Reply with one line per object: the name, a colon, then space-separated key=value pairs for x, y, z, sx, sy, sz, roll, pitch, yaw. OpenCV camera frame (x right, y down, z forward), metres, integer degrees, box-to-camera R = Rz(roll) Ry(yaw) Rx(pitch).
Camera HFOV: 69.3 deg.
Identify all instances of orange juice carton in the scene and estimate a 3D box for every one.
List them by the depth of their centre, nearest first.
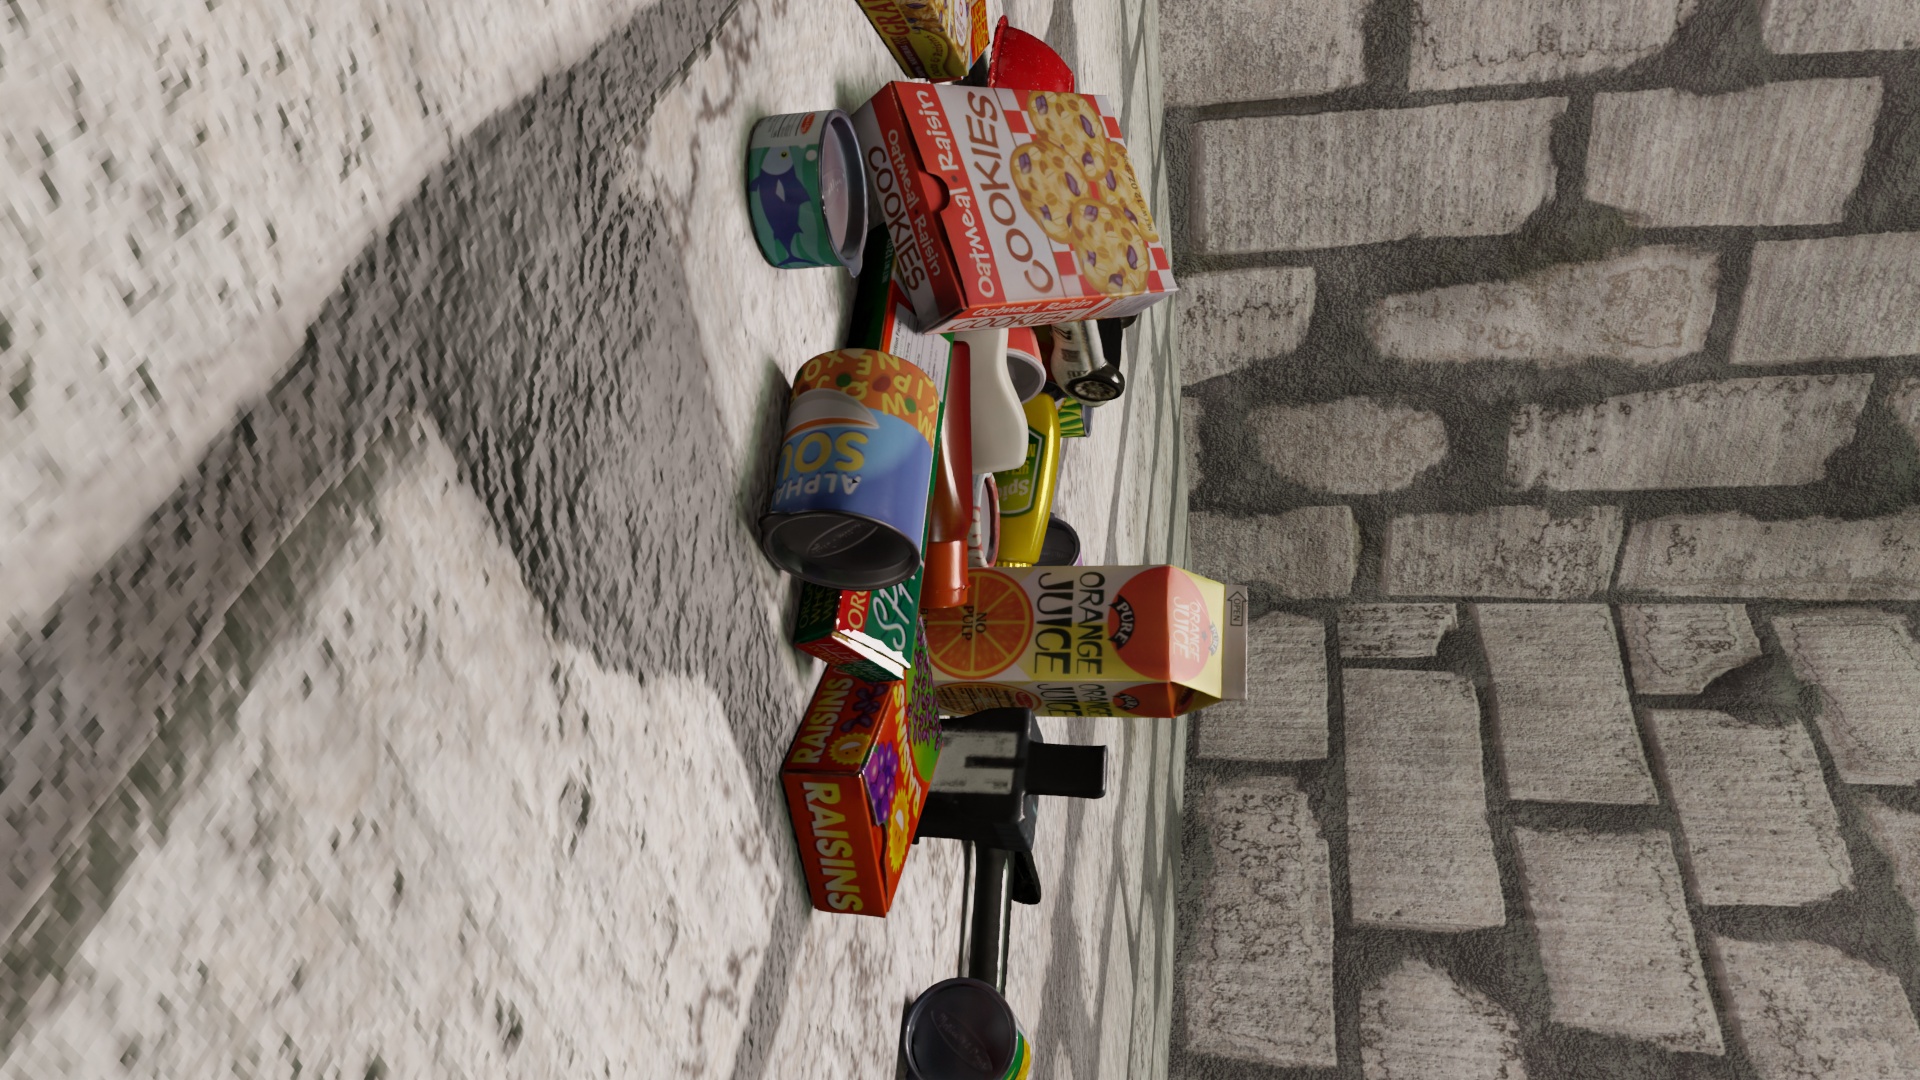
orange juice carton: x=0.071 y=0.060 z=0.819 sx=0.072 sy=0.193 sz=0.072 roll=65 pitch=27 yaw=-64

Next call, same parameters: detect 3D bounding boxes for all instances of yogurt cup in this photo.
yogurt cup: x=0.019 y=-0.123 z=0.895 sx=0.072 sy=0.072 sz=0.054 roll=66 pitch=19 yaw=-61

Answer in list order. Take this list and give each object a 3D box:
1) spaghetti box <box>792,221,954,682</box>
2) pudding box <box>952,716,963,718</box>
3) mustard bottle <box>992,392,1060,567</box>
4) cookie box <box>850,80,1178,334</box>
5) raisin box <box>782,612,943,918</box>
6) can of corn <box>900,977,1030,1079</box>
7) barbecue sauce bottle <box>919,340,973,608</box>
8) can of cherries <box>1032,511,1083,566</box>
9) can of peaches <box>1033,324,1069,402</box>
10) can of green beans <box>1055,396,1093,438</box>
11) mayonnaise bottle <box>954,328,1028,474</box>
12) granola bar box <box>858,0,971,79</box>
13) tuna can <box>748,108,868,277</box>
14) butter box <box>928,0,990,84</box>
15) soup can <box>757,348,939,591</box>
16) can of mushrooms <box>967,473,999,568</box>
spaghetti box: x=-0.036 y=-0.052 z=0.678 sx=0.050 sy=0.028 sz=0.251 roll=33 pitch=51 yaw=-37
pudding box: x=0.021 y=0.088 z=0.919 sx=0.030 sy=0.049 sz=0.083 roll=24 pitch=66 yaw=-78
mustard bottle: x=0.033 y=-0.022 z=0.951 sx=0.049 sy=0.065 sz=0.160 roll=16 pitch=77 yaw=-81
cookie box: x=0.033 y=-0.178 z=0.742 sx=0.168 sy=0.040 sz=0.123 roll=-13 pitch=82 yaw=-42
raisin box: x=-0.042 y=0.103 z=0.662 sx=0.124 sy=0.040 sz=0.085 roll=-69 pitch=156 yaw=-57
can of corn: x=0.003 y=0.293 z=0.797 sx=0.058 sy=0.071 sz=0.071 roll=70 pitch=23 yaw=-57
barbecue sauce bottle: x=-0.015 y=-0.037 z=0.780 sx=0.065 sy=0.043 sz=0.148 roll=-27 pitch=117 yaw=-75
can of cherries: x=0.063 y=0.022 z=1.066 sx=0.058 sy=0.071 sz=0.072 roll=76 pitch=19 yaw=-47
can of peaches: x=0.044 y=-0.131 z=0.981 sx=0.071 sy=0.071 sz=0.058 roll=48 pitch=42 yaw=-71
can of green beans: x=0.078 y=-0.118 z=1.162 sx=0.071 sy=0.058 sz=0.071 roll=-2 pitch=92 yaw=-77
mayonnaise bottle: x=0.002 y=-0.114 z=0.823 sx=0.041 sy=0.065 sz=0.147 roll=-71 pitch=154 yaw=-76
granola bar box: x=-0.029 y=-0.338 z=0.743 sx=0.165 sy=0.039 sz=0.124 roll=16 pitch=74 yaw=-77
tuna can: x=-0.064 y=-0.147 z=0.594 sx=0.071 sy=0.033 sz=0.071 roll=-2 pitch=92 yaw=-77
butter box: x=-0.003 y=-0.333 z=0.891 sx=0.104 sy=0.024 sz=0.053 roll=-70 pitch=157 yaw=-56
soup can: x=-0.047 y=-0.031 z=0.593 sx=0.071 sy=0.071 sz=0.084 roll=69 pitch=23 yaw=-58
can of mushrooms: x=0.003 y=-0.011 z=0.882 sx=0.071 sy=0.033 sz=0.071 roll=-3 pitch=92 yaw=-78
